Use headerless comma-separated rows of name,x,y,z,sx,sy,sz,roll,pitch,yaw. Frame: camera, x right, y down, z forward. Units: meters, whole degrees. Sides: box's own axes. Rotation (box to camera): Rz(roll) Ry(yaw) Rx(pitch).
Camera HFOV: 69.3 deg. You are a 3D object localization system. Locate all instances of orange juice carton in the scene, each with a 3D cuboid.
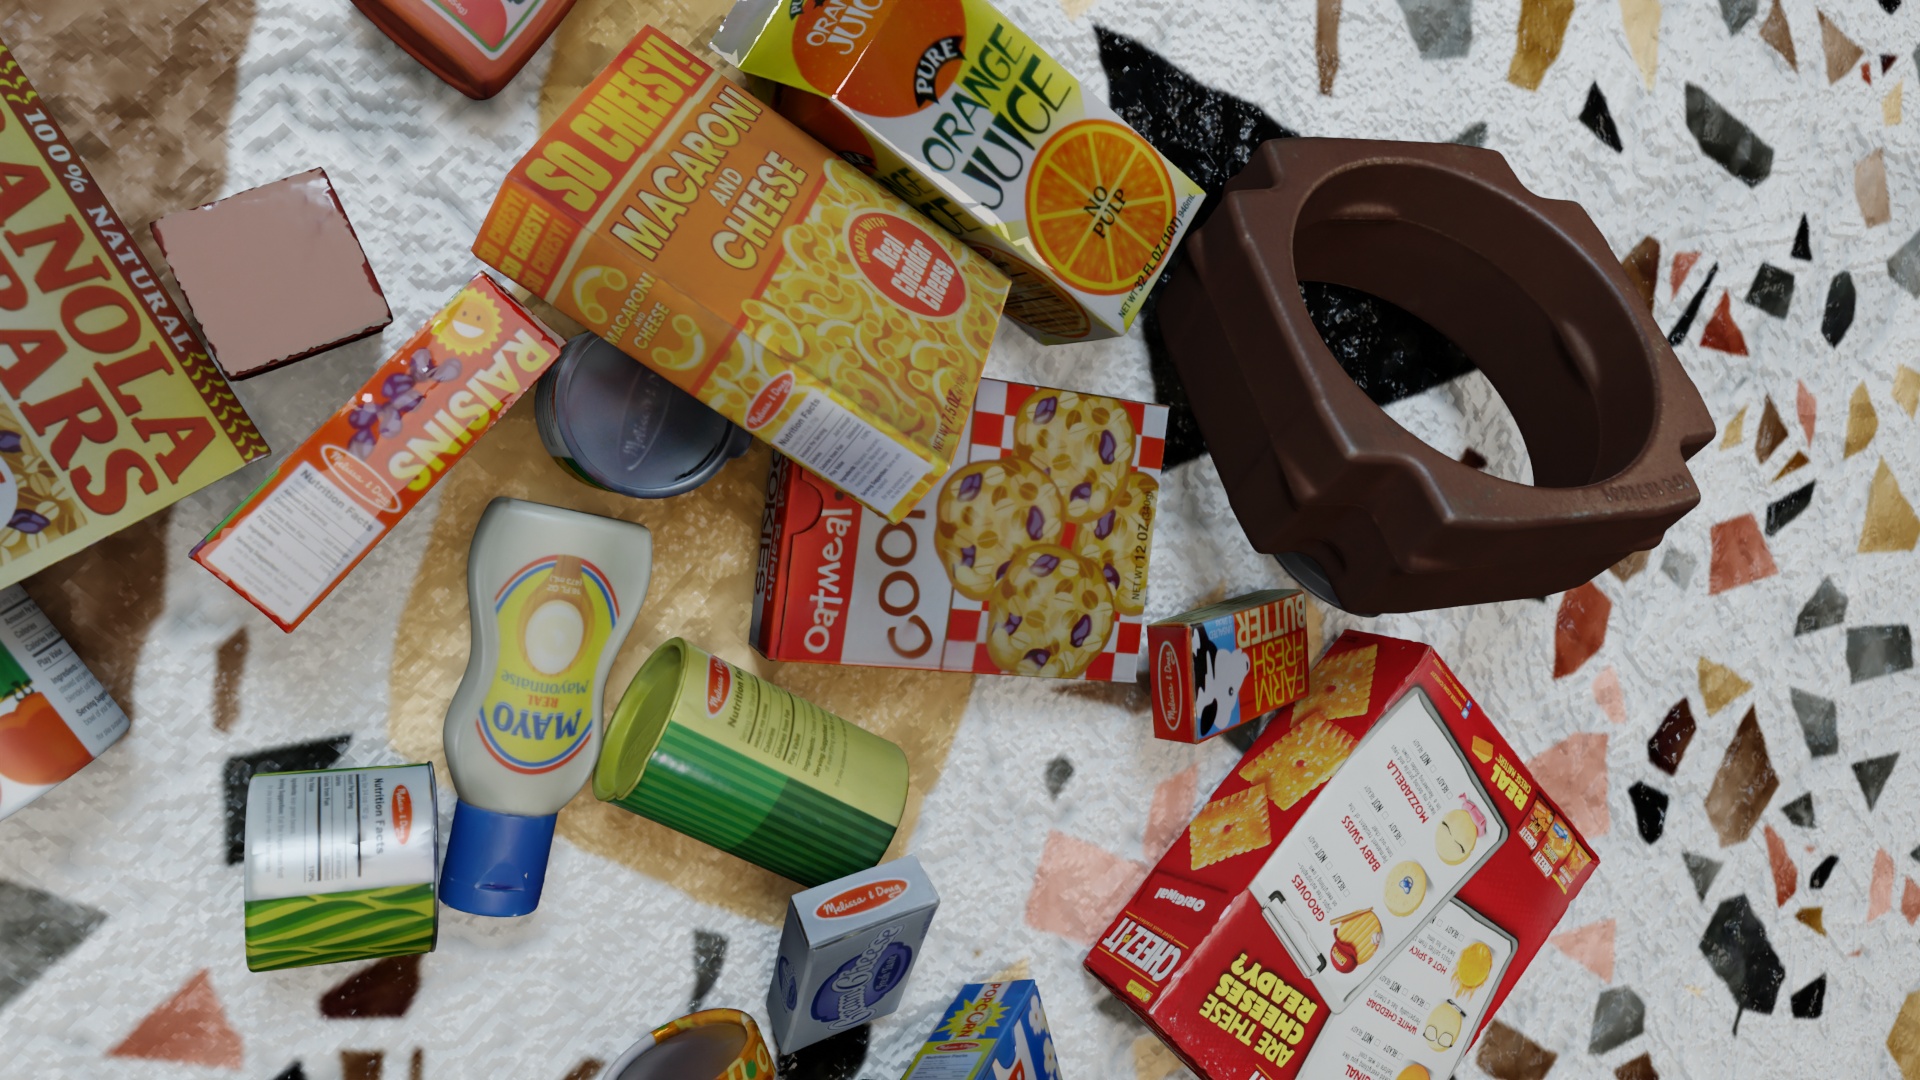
orange juice carton,-0.003,-0.161,0.552,0.192,0.073,0.072,34,80,-23

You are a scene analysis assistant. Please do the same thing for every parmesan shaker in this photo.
parmesan shaker,-0.080,0.091,0.535,0.103,0.071,0.071,31,81,-24

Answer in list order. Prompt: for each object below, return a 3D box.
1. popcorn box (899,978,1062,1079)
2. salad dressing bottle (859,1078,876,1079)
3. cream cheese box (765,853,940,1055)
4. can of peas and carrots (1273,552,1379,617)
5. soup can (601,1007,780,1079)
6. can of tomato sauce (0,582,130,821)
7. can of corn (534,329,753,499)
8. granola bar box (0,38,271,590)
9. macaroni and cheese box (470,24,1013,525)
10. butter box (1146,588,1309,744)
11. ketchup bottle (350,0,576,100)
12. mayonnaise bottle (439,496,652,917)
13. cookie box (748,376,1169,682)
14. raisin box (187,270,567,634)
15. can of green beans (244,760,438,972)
popcorn box,0.017,0.264,0.586,0.085,0.038,0.126,-35,113,-62
salad dressing bottle,-0.052,0.303,0.578,0.064,0.044,0.148,23,82,-22
cream cheese box,-0.044,0.165,0.547,0.053,0.103,0.024,-13,54,-25
can of peas and carrots,0.188,-0.008,0.653,0.059,0.071,0.071,-48,111,-15
soup can,-0.093,0.236,0.539,0.071,0.071,0.083,-24,103,-22
can of tomato sauce,-0.313,0.045,0.425,0.071,0.071,0.083,-35,108,-19
can of corn,-0.118,-0.049,0.514,0.071,0.058,0.071,-2,94,-25
granola bar box,-0.300,-0.069,0.400,0.165,0.039,0.125,63,28,-16
macaroni and cheese box,-0.069,-0.097,0.496,0.166,0.040,0.124,32,41,-14
butter box,0.124,0.055,0.633,0.104,0.024,0.053,-10,98,-48
ketchup bottle,-0.149,-0.232,0.495,0.064,0.043,0.149,39,77,-22
mayonnaise bottle,-0.158,0.061,0.512,0.065,0.041,0.148,12,88,-26
cookie box,0.002,-0.007,0.583,0.168,0.040,0.123,6,91,-25
raisin box,-0.193,-0.031,0.465,0.040,0.086,0.123,45,75,-19
can of green beans,-0.212,0.111,0.477,0.058,0.071,0.071,0,94,-24
